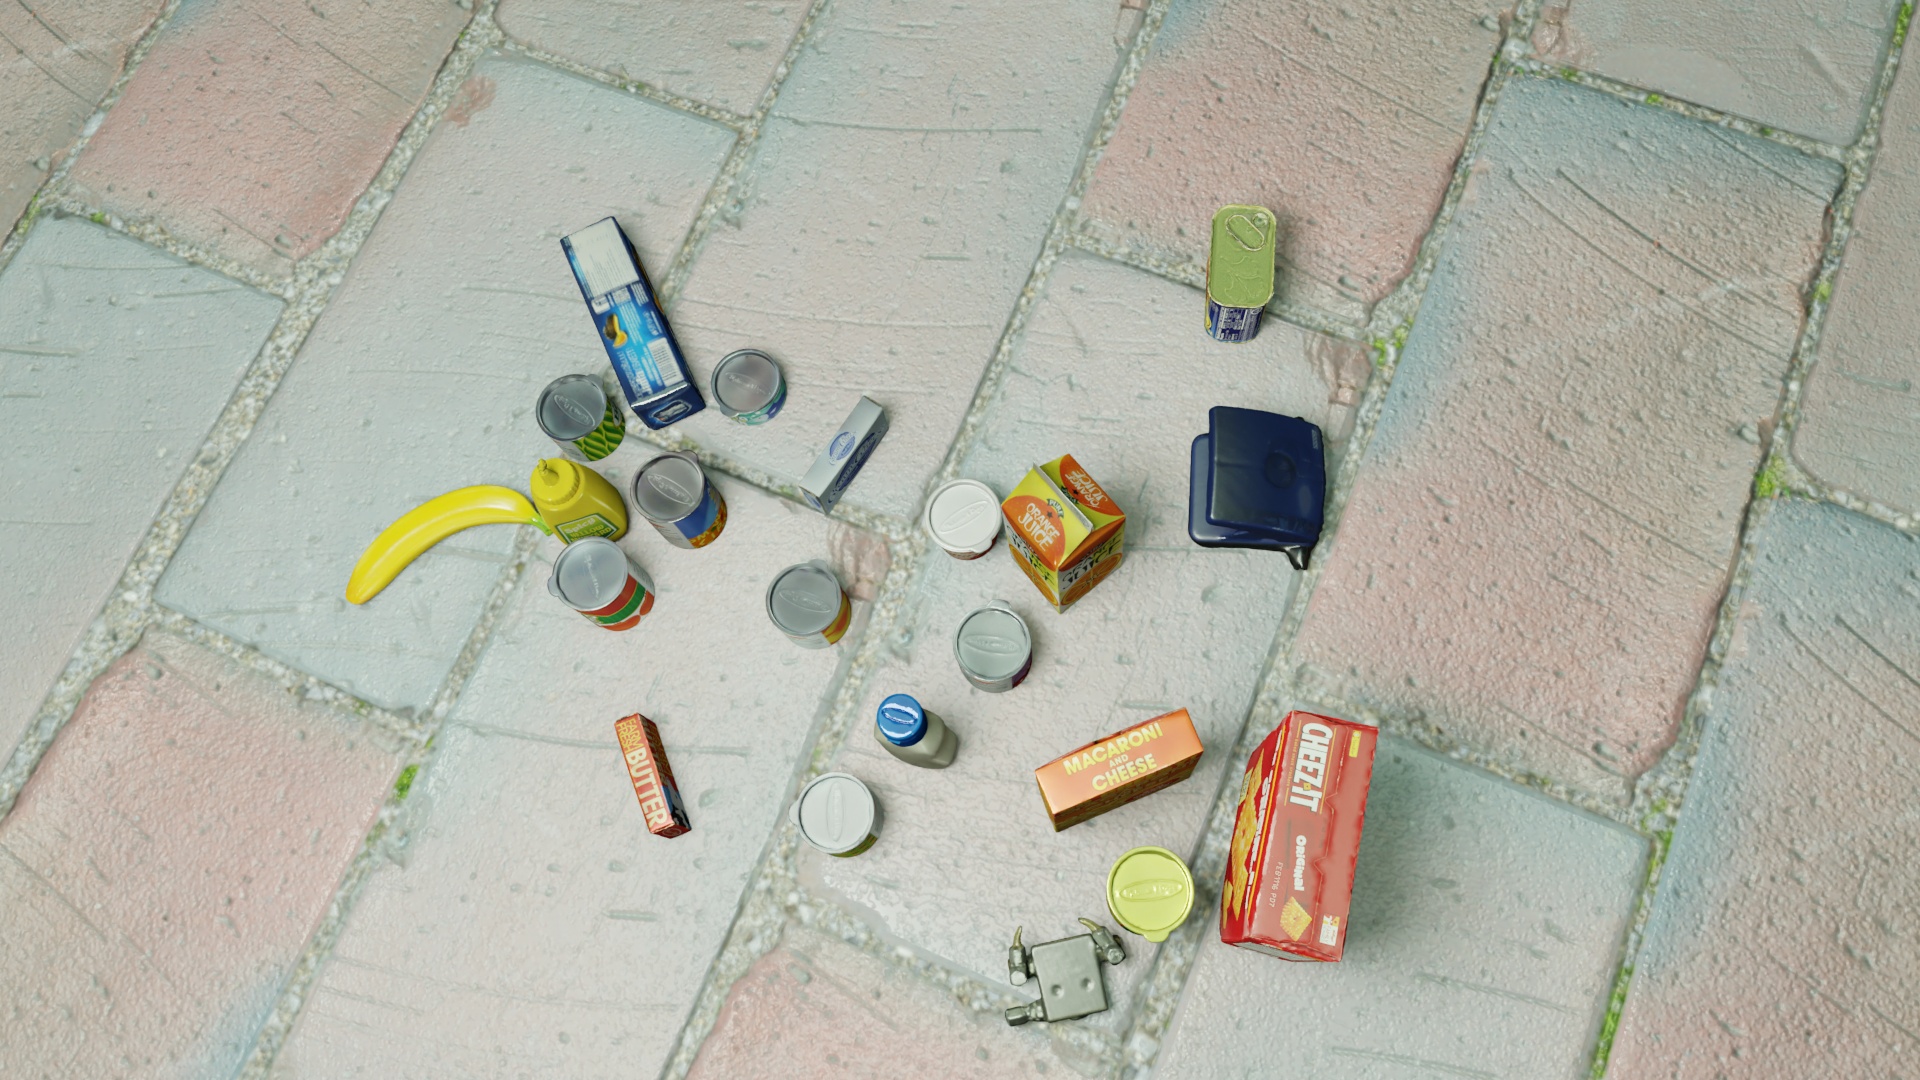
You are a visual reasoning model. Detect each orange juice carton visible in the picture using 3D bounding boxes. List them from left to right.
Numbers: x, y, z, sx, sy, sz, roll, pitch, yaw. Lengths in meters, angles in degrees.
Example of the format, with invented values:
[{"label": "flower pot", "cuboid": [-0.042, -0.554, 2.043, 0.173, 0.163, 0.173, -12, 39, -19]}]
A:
[{"label": "orange juice carton", "cuboid": [0.086, -0.009, 1.146, 0.073, 0.192, 0.072, -38, 74, -7]}]

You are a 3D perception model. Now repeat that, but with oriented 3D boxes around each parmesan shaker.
[{"label": "parmesan shaker", "cuboid": [0.148, 0.281, 1.096, 0.071, 0.103, 0.071, -1, 73, 5]}]

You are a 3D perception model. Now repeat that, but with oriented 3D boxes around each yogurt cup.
[{"label": "yogurt cup", "cuboid": [0.004, -0.015, 1.227, 0.072, 0.053, 0.072, -1, 73, 5]}]

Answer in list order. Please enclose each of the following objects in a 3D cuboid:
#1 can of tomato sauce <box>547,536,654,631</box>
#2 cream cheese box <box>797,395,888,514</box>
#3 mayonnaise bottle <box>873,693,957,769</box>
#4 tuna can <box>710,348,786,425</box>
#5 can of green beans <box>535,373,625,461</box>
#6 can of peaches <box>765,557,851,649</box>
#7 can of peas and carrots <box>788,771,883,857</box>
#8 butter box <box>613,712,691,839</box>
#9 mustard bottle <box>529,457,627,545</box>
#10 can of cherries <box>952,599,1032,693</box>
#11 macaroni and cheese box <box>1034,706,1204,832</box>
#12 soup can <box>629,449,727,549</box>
[{"label": "can of tomato sauce", "cuboid": [-0.314, 0.041, 1.222, 0.071, 0.083, 0.071, -1, 73, 5]}, {"label": "cream cheese box", "cuboid": [-0.104, -0.077, 1.256, 0.024, 0.053, 0.104, 32, 78, 13]}, {"label": "mayonnaise bottle", "cuboid": [-0.040, 0.155, 1.128, 0.065, 0.147, 0.041, 15, 75, 9]}, {"label": "tuna can", "cuboid": [-0.198, -0.140, 1.295, 0.071, 0.032, 0.071, -1, 73, 4]}, {"label": "can of green beans", "cuboid": [-0.351, -0.113, 1.286, 0.071, 0.057, 0.071, -1, 73, 5]}, {"label": "can of peaches", "cuboid": [-0.131, 0.056, 1.214, 0.071, 0.058, 0.071, -1, 73, 5]}, {"label": "can of peas and carrots", "cuboid": [-0.103, 0.230, 1.157, 0.071, 0.058, 0.071, -1, 73, 5]}, {"label": "butter box", "cuboid": [-0.262, 0.201, 1.182, 0.024, 0.053, 0.104, -23, 72, -2]}, {"label": "mustard bottle", "cuboid": [-0.339, -0.037, 1.208, 0.065, 0.160, 0.049, -18, 72, -1]}, {"label": "can of cherries", "cuboid": [0.030, 0.091, 1.189, 0.071, 0.058, 0.071, -1, 73, 5]}, {"label": "macaroni and cheese box", "cuboid": [0.123, 0.183, 1.096, 0.124, 0.166, 0.040, -22, 73, -2]}, {"label": "soup can", "cuboid": [-0.248, -0.037, 1.240, 0.071, 0.083, 0.071, -1, 73, 5]}]
